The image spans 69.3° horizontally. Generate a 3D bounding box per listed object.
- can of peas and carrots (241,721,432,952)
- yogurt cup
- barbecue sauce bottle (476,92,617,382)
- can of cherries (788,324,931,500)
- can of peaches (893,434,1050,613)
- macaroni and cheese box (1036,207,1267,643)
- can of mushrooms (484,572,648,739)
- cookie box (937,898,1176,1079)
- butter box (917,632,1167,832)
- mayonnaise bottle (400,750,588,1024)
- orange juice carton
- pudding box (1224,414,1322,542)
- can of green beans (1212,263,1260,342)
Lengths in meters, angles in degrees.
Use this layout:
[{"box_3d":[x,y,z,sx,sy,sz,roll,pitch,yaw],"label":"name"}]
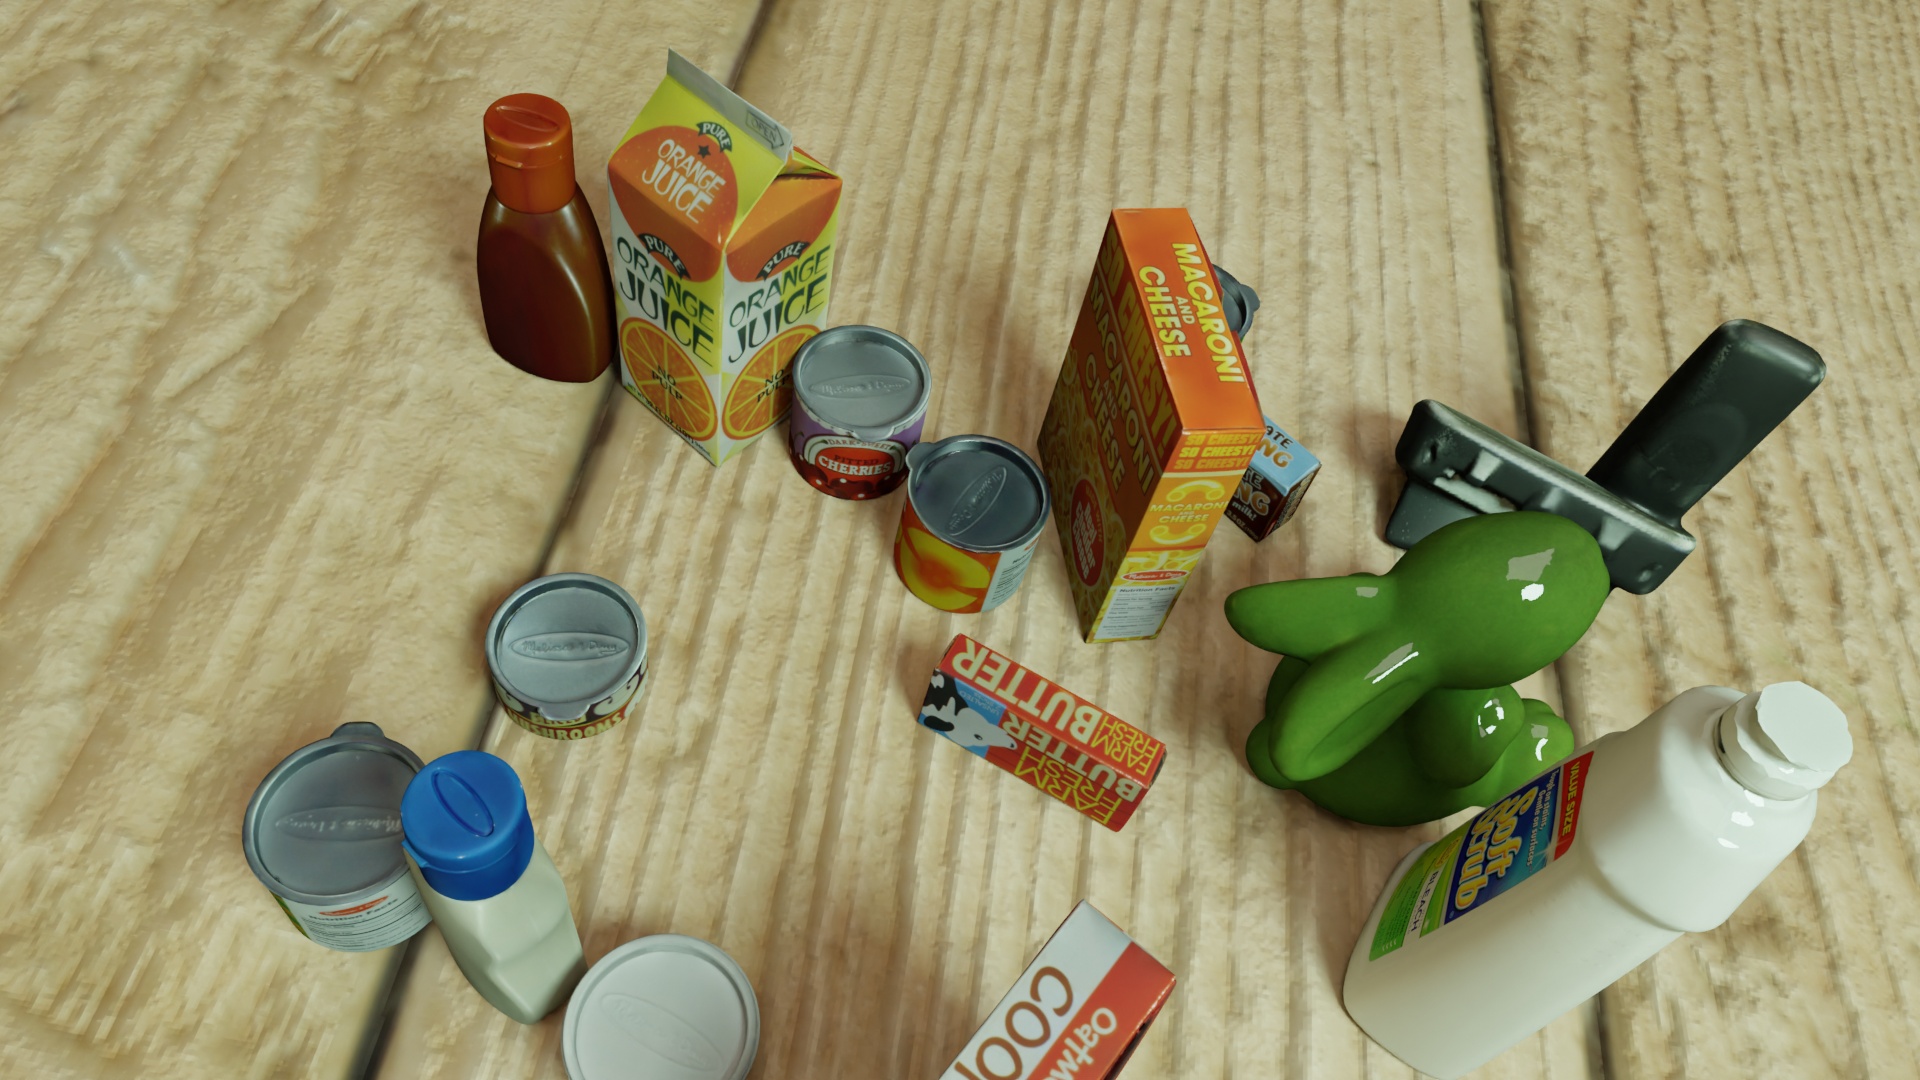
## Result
[{"box_3d":[-0.229,0.113,0.527,0.071,0.058,0.071,5,56,-7],"label":"can of peas and carrots"},{"box_3d":[-0.108,0.184,0.505,0.072,0.053,0.073,5,56,-7],"label":"yogurt cup"},{"box_3d":[-0.196,-0.138,0.649,0.065,0.147,0.044,20,55,3],"label":"barbecue sauce bottle"},{"box_3d":[-0.051,-0.060,0.679,0.071,0.058,0.072,5,56,-7],"label":"can of cherries"},{"box_3d":[0.002,-0.008,0.654,0.071,0.057,0.071,5,56,-7],"label":"can of peaches"},{"box_3d":[0.080,-0.048,0.630,0.040,0.165,0.124,-3,57,-13],"label":"macaroni and cheese box"},{"box_3d":[-0.168,0.052,0.595,0.071,0.033,0.071,5,55,-7],"label":"can of mushrooms"},{"box_3d":[0.001,0.198,0.447,0.040,0.166,0.123,37,58,14],"label":"cookie box"},{"box_3d":[0.034,0.084,0.601,0.103,0.052,0.024,28,56,8],"label":"butter box"},{"box_3d":[-0.162,0.120,0.481,0.065,0.147,0.041,42,59,17],"label":"mayonnaise bottle"},{"box_3d":[-0.108,-0.128,0.633,0.072,0.191,0.073,40,58,16],"label":"orange juice carton"},{"box_3d":[0.138,-0.045,0.711,0.030,0.049,0.084,-35,69,-29],"label":"pudding box"},{"box_3d":[0.116,-0.109,0.745,0.071,0.057,0.071,5,56,-7],"label":"can of green beans"}]
